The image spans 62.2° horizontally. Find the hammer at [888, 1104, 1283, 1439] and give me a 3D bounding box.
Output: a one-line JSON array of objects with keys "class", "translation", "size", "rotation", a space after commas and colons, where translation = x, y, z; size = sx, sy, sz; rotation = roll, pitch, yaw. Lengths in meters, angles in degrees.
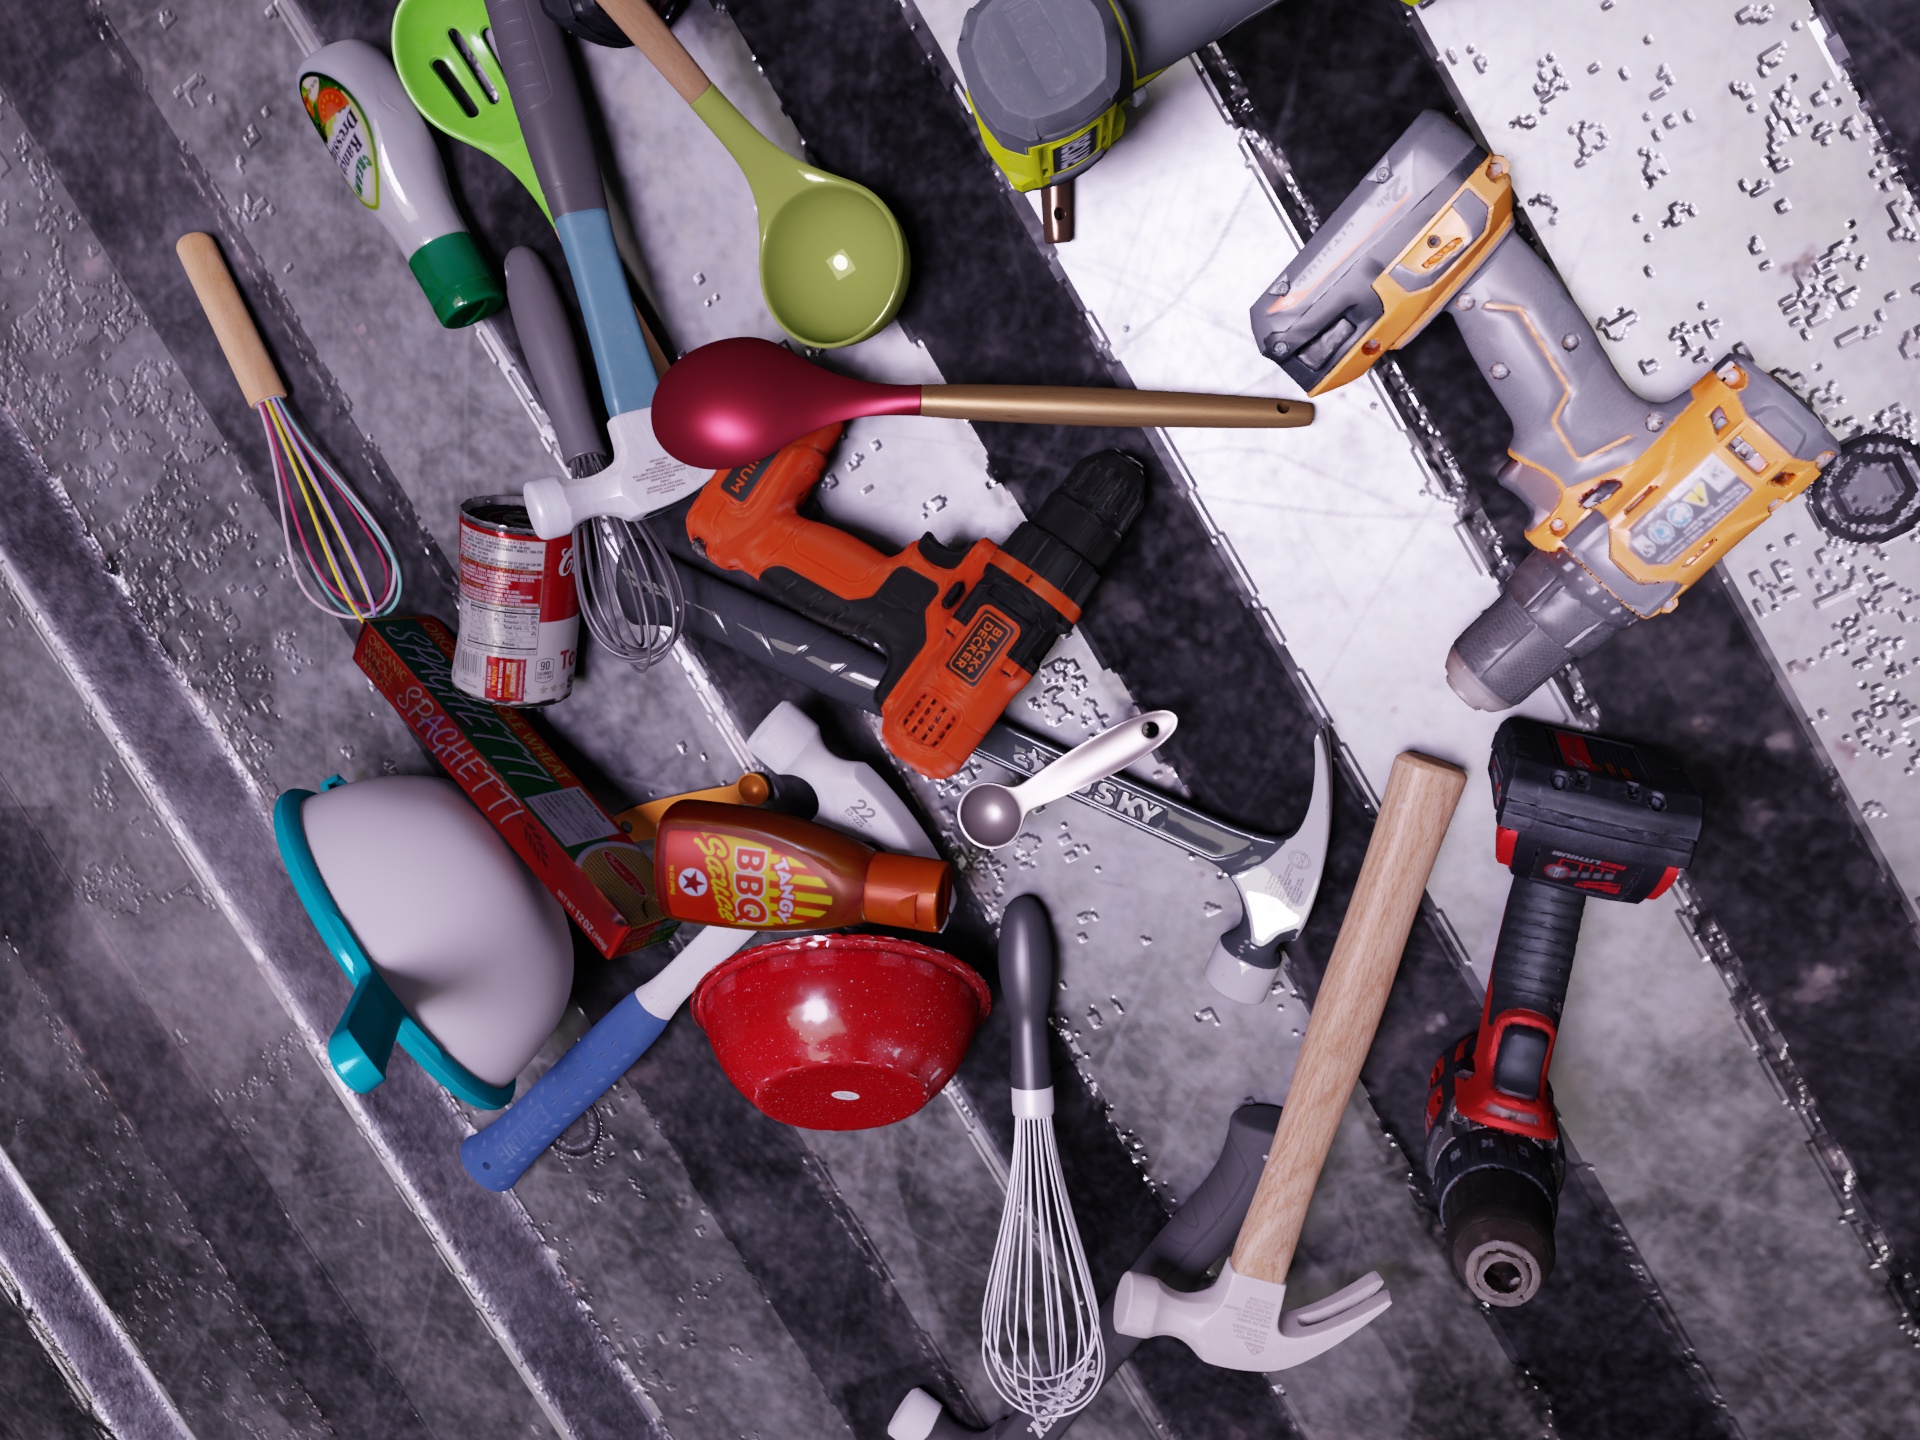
[{"class": "hammer", "translation": [0.097, 0.343, 0.899], "size": [0.146, 0.035, 0.334], "rotation": [35, 113, 7]}]

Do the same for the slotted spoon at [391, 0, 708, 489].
[{"class": "slotted spoon", "translation": [-0.193, -0.235, 0.828], "size": [0.070, 0.031, 0.313], "rotation": [-29, 98, 3]}]

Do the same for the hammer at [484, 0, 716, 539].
[{"class": "hammer", "translation": [-0.193, -0.263, 0.790], "size": [0.128, 0.033, 0.331], "rotation": [-17, 93, -22]}]

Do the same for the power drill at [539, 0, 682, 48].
[{"class": "power drill", "translation": [-0.092, -0.393, 0.724], "size": [0.219, 0.078, 0.143], "rotation": [-12, 102, 18]}]

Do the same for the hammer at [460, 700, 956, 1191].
[{"class": "hammer", "translation": [-0.167, 0.162, 0.919], "size": [0.144, 0.035, 0.405], "rotation": [42, 118, -7]}]

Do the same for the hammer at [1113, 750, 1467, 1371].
[{"class": "hammer", "translation": [0.185, 0.176, 0.795], "size": [0.130, 0.031, 0.331], "rotation": [15, 101, -4]}]

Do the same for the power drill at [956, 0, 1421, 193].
[{"class": "power drill", "translation": [0.107, -0.291, 0.636], "size": [0.223, 0.171, 0.080], "rotation": [-28, 96, 8]}]

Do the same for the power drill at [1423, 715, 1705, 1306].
[{"class": "power drill", "translation": [0.255, 0.127, 0.703], "size": [0.080, 0.188, 0.226], "rotation": [13, 105, 14]}]

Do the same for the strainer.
[{"class": "strainer", "translation": [-0.263, 0.109, 0.826], "size": [0.095, 0.340, 0.211], "rotation": [-34, 102, -9]}]

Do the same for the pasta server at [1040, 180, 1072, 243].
[{"class": "pasta server", "translation": [0.038, -0.376, 0.704], "size": [0.060, 0.040, 0.316], "rotation": [-5, 107, -4]}]

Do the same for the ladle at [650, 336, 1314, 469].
[{"class": "ladle", "translation": [0.008, -0.148, 0.750], "size": [0.315, 0.031, 0.069], "rotation": [2, 75, 2]}]

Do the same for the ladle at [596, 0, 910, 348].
[{"class": "ladle", "translation": [-0.136, -0.298, 0.709], "size": [0.078, 0.062, 0.319], "rotation": [-31, 122, 23]}]

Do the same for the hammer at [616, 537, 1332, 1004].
[{"class": "hammer", "translation": [-0.001, -0.003, 0.829], "size": [0.409, 0.036, 0.149], "rotation": [25, 111, 10]}]

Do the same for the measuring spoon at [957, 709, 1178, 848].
[{"class": "measuring spoon", "translation": [0.055, 0.026, 0.796], "size": [0.124, 0.018, 0.034], "rotation": [-29, 89, 15]}]

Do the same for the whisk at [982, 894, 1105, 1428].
[{"class": "whisk", "translation": [0.040, 0.236, 0.854], "size": [0.070, 0.070, 0.284], "rotation": [-3, 91, 19]}]

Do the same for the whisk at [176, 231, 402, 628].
[{"class": "whisk", "translation": [-0.384, -0.163, 0.906], "size": [0.051, 0.047, 0.245], "rotation": [-22, 95, 24]}]

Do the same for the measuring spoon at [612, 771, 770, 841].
[{"class": "measuring spoon", "translation": [-0.157, 0.050, 0.912], "size": [0.117, 0.011, 0.021], "rotation": [-17, 101, 26]}]

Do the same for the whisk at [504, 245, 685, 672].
[{"class": "whisk", "translation": [-0.196, -0.139, 0.829], "size": [0.055, 0.055, 0.239], "rotation": [-22, 83, 23]}]

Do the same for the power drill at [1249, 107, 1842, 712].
[{"class": "power drill", "translation": [0.229, -0.126, 0.695], "size": [0.226, 0.084, 0.185], "rotation": [41, 115, -2]}]
